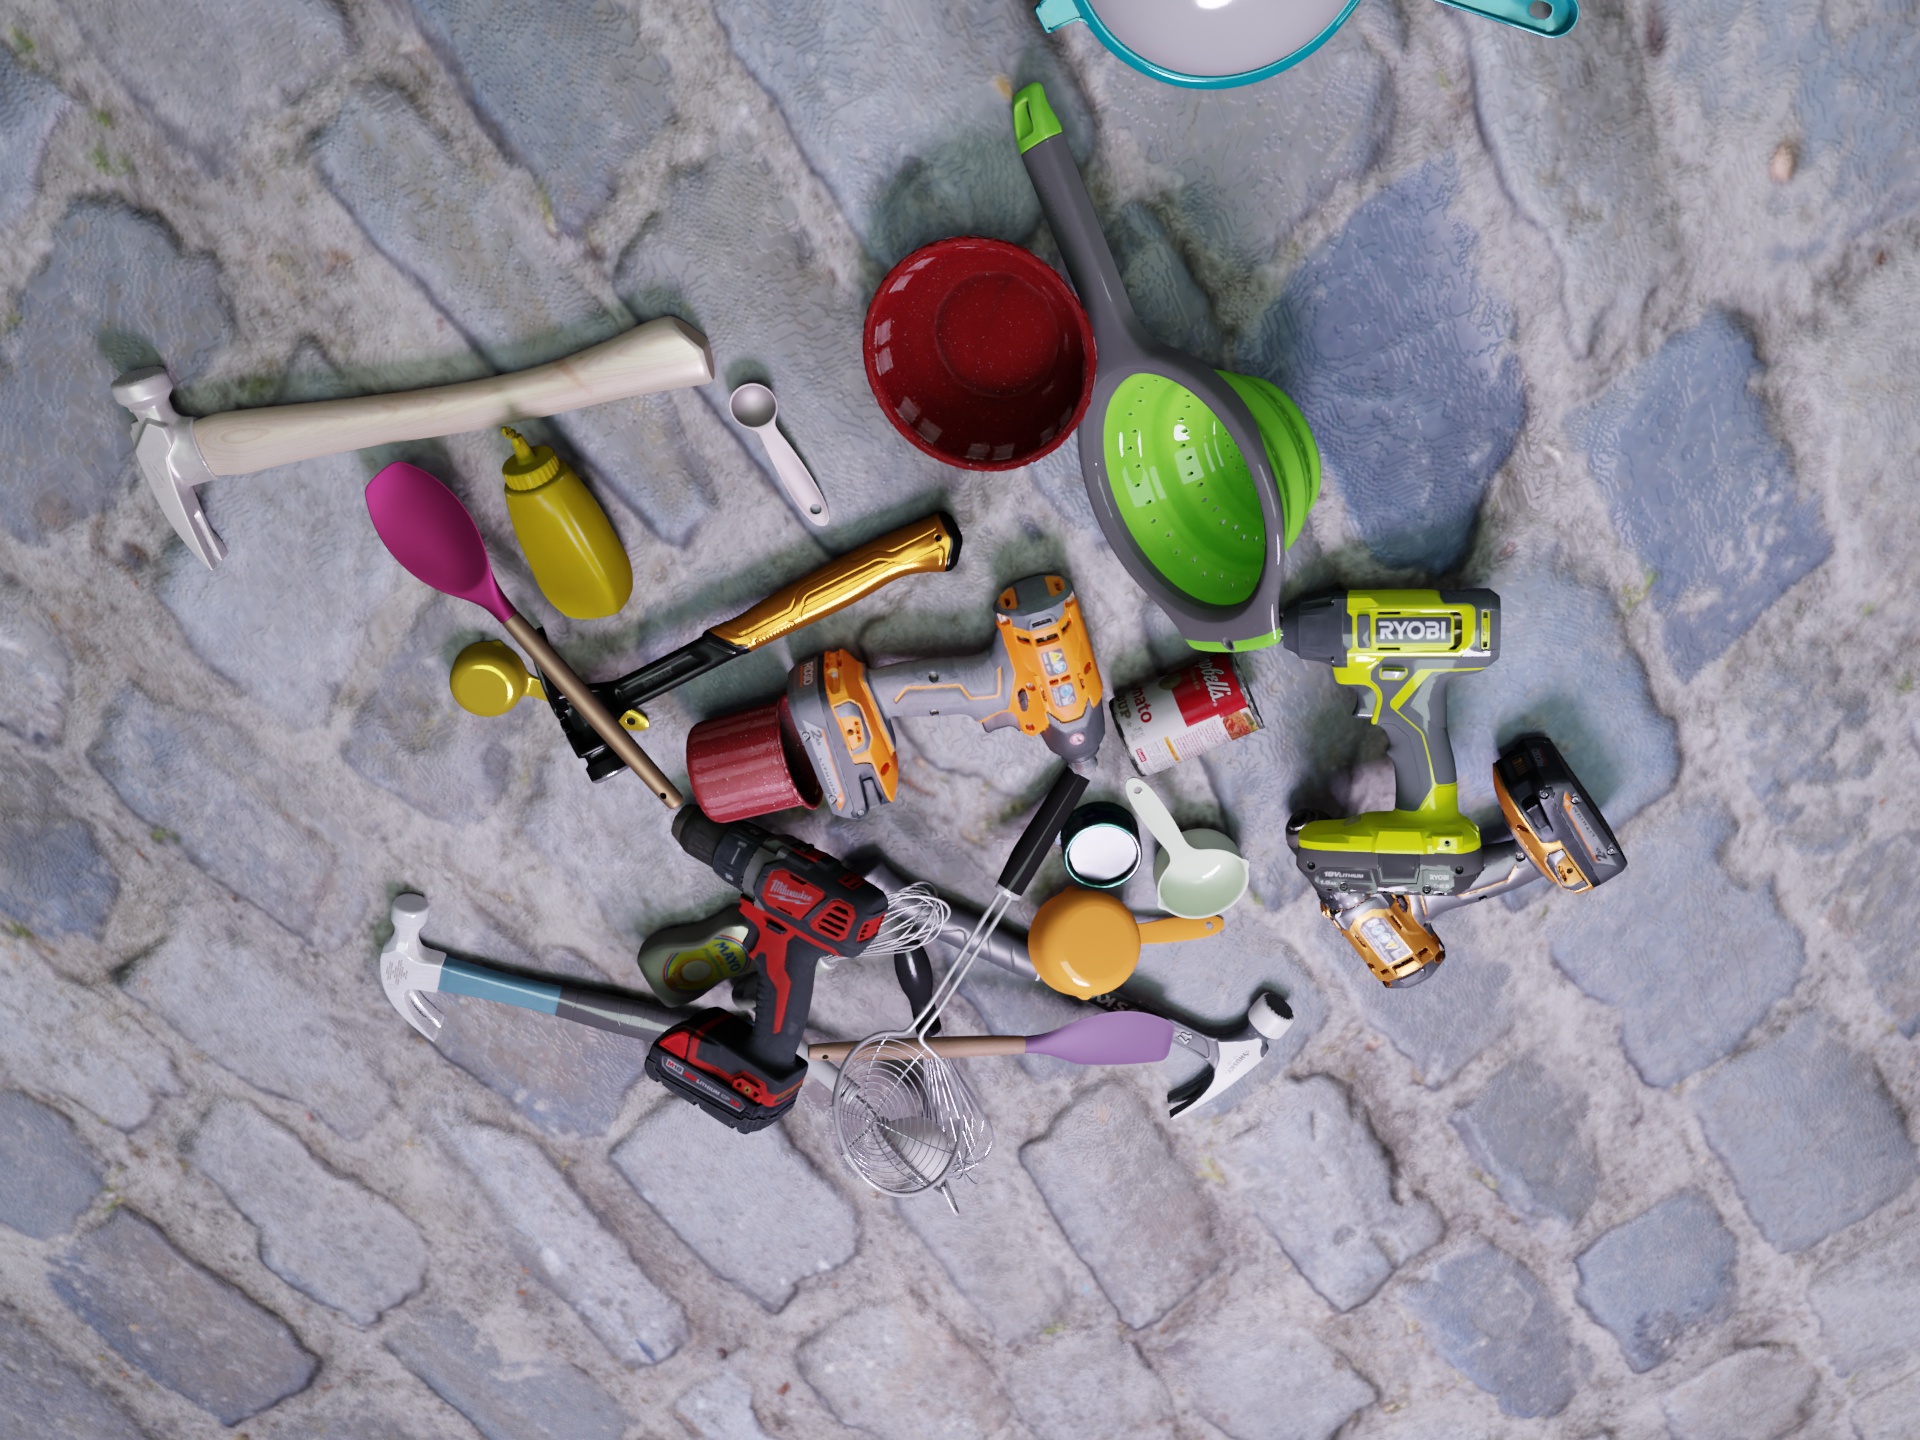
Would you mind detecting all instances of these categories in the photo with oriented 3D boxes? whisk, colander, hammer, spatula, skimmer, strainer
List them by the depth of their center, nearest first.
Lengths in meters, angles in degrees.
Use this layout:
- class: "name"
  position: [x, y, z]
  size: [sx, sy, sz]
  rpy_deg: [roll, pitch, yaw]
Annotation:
- class: "strainer"
  position: [0.223, -0.466, 0.953]
  size: [0.340, 0.095, 0.211]
  rpy_deg: [14, 118, -7]
- class: "colander"
  position: [0.146, -0.244, 1.076]
  size: [0.094, 0.204, 0.397]
  rpy_deg: [-29, 103, -23]
- class: "hammer"
  position: [-0.374, -0.209, 1.123]
  size: [0.410, 0.038, 0.146]
  rpy_deg: [-9, 120, 4]
- class: "hammer"
  position: [-0.156, -0.077, 1.188]
  size: [0.337, 0.034, 0.127]
  rpy_deg: [-25, 96, 8]
- class: "skimmer"
  position: [0.018, 0.197, 1.252]
  size: [0.127, 0.090, 0.363]
  rpy_deg: [30, 92, -28]
- class: "whisk"
  position: [-0.105, 0.192, 1.318]
  size: [0.246, 0.058, 0.059]
  rpy_deg: [-30, 137, 32]
- class: "spatula"
  position: [0.029, 0.273, 1.343]
  size: [0.316, 0.018, 0.059]
  rpy_deg: [0, 119, -12]
- class: "hammer"
  position: [0.080, 0.220, 1.367]
  size: [0.408, 0.036, 0.149]
  rpy_deg: [27, 116, -14]
- class: "strainer"
  position: [-0.088, 0.326, 1.376]
  size: [0.258, 0.087, 0.050]
  rpy_deg: [38, 90, 7]
- class: "hammer"
  position: [-0.334, 0.245, 1.376]
  size: [0.331, 0.033, 0.128]
  rpy_deg: [16, 117, -9]
- class: "whisk"
  position: [-0.021, 0.297, 1.385]
  size: [0.070, 0.070, 0.284]
  rpy_deg: [-10, 121, 5]

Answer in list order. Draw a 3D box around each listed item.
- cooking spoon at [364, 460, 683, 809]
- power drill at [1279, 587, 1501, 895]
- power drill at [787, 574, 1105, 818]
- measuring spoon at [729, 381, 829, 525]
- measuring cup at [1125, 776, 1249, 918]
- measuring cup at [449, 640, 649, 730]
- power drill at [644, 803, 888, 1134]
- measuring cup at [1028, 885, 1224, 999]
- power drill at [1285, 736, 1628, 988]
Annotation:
- class: "cooking spoon"
  position: [-0.311, -0.055, 1.158]
  size: [0.068, 0.017, 0.318]
  rpy_deg: [-35, 104, 18]
- class: "power drill"
  position: [0.314, 0.013, 1.197]
  size: [0.171, 0.080, 0.223]
  rpy_deg: [0, 98, 16]
- class: "power drill"
  position: [-0.002, -0.004, 1.217]
  size: [0.226, 0.084, 0.164]
  rpy_deg: [-18, 118, 5]
- class: "measuring spoon"
  position: [-0.127, -0.193, 1.150]
  size: [0.034, 0.018, 0.124]
  rpy_deg: [-23, 124, 11]
- class: "measuring cup"
  position: [0.172, 0.093, 1.284]
  size: [0.083, 0.038, 0.167]
  rpy_deg: [-29, 123, 13]
- class: "measuring cup"
  position: [-0.319, -0.015, 1.234]
  size: [0.156, 0.029, 0.062]
  rpy_deg: [18, 117, -9]
- class: "power drill"
  position: [-0.175, 0.191, 1.271]
  size: [0.188, 0.080, 0.226]
  rpy_deg: [27, 105, 16]
- class: "measuring cup"
  position: [0.145, 0.179, 1.317]
  size: [0.173, 0.052, 0.095]
  rpy_deg: [-6, 84, -12]
- class: "power drill"
  position: [0.390, 0.103, 1.283]
  size: [0.226, 0.084, 0.185]
  rpy_deg: [-33, 113, 21]
